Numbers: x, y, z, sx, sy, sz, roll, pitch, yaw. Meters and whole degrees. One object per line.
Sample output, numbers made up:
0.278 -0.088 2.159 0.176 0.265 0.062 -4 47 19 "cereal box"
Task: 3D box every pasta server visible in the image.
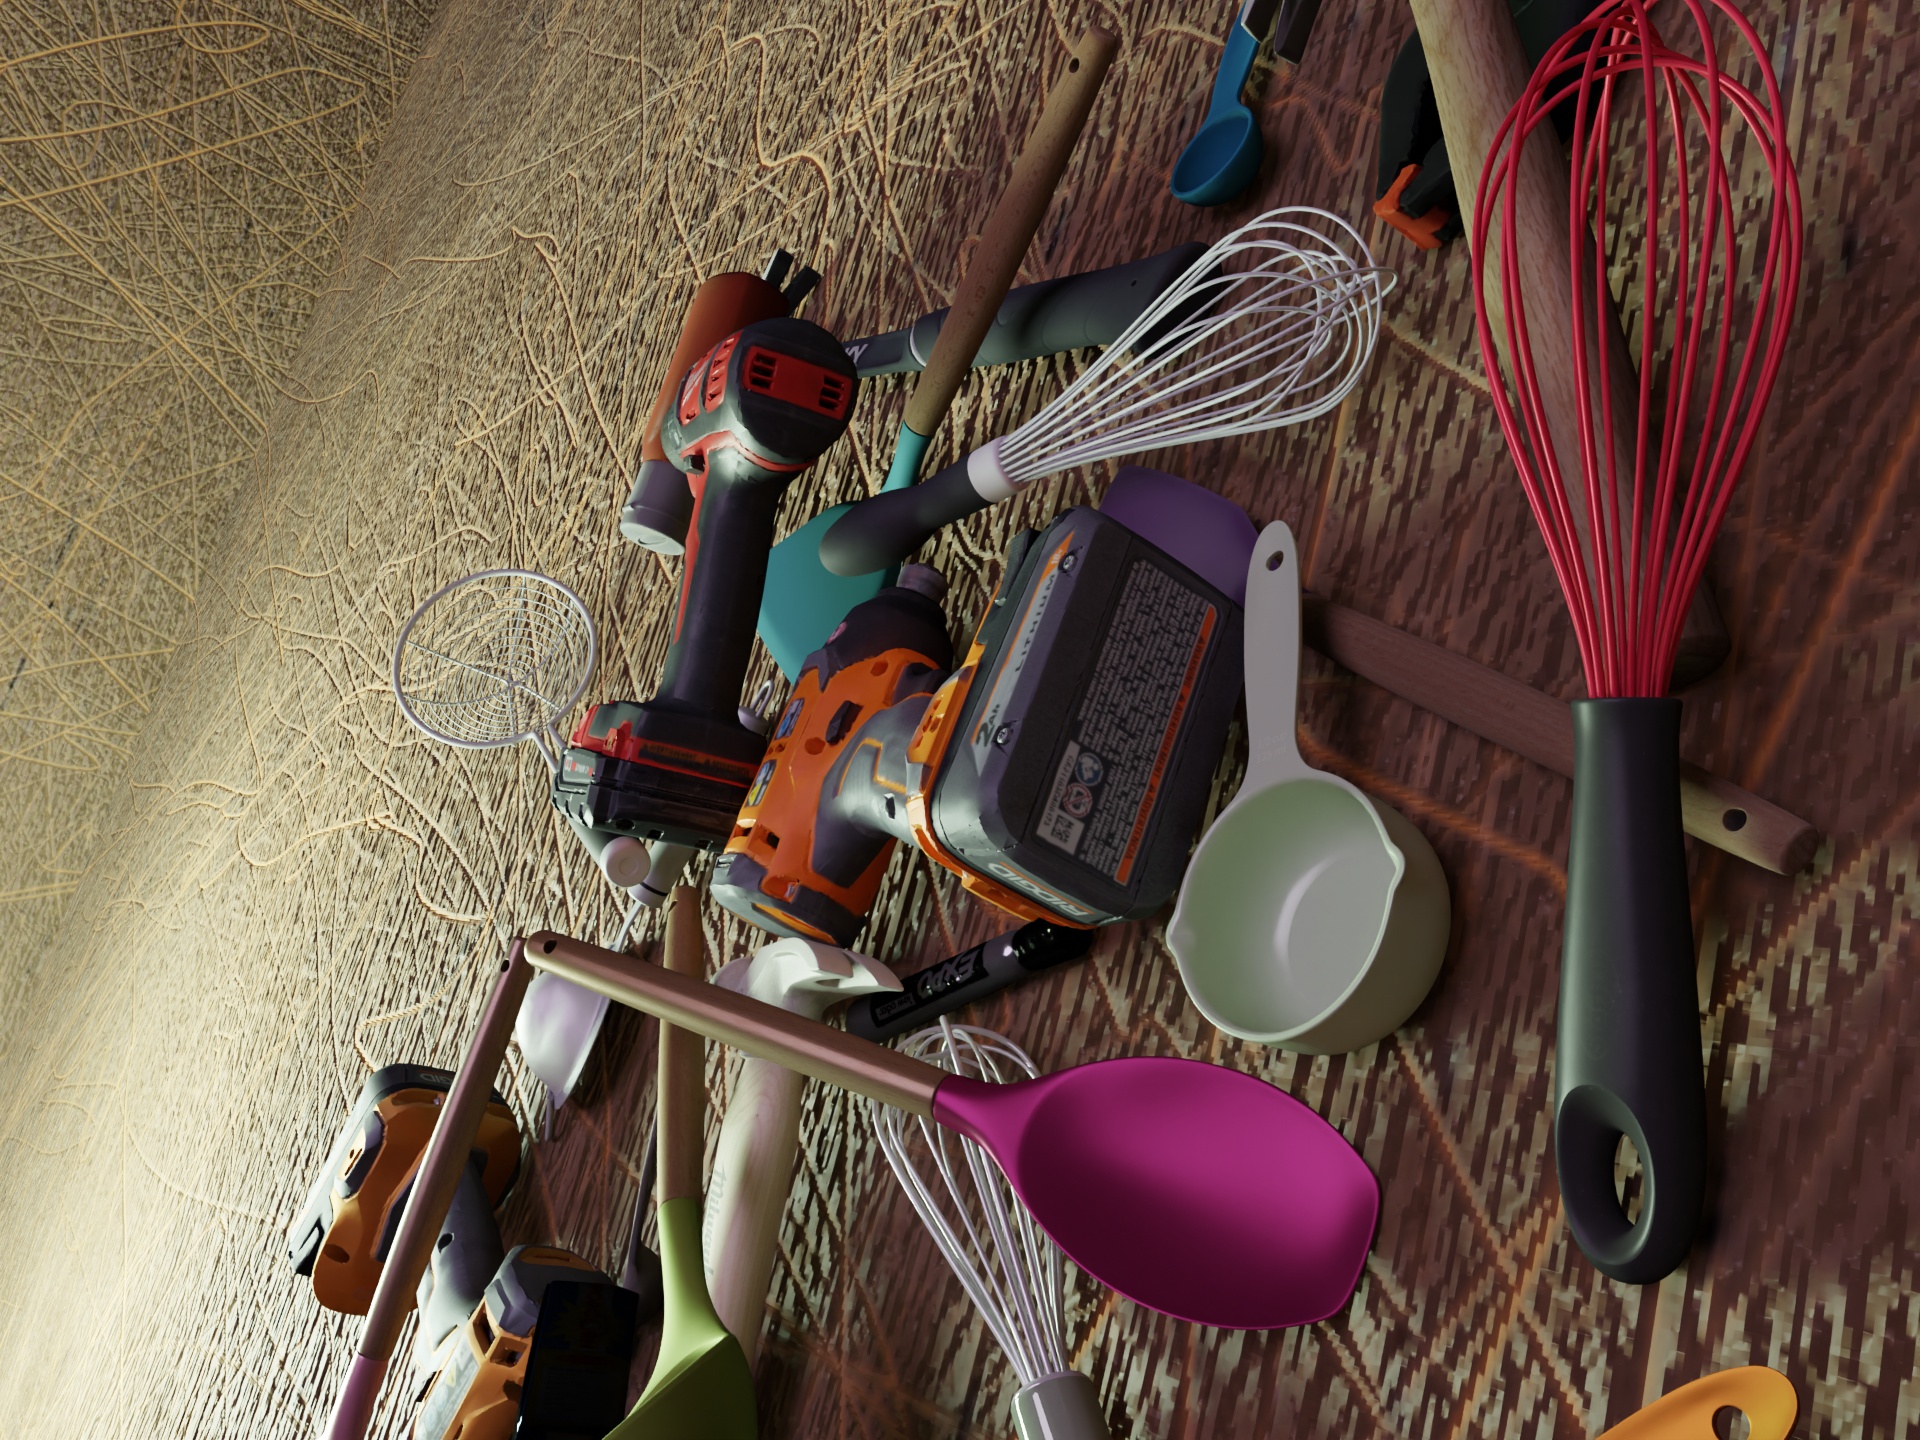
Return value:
-0.246 0.243 0.677 0.060 0.040 0.316 14 82 35 "pasta server"

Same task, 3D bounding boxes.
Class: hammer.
-0.094 0.279 0.547 0.146 0.038 0.411 152 132 -64 "hammer"
0.157 -0.160 0.462 0.130 0.031 0.332 -29 57 42 "hammer"
-0.023 -0.185 0.774 0.409 0.036 0.149 8 75 55 "hammer"

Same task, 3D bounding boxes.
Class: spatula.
0.119 -0.023 0.485 0.316 0.018 0.060 38 107 57 "spatula"
-0.016 -0.145 0.677 0.082 0.044 0.317 58 137 30 "spatula"

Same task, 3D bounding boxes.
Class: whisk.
0.025 0.187 0.460 0.057 0.059 0.247 94 162 -44 "whisk"
0.151 -0.023 0.360 0.073 0.073 0.296 -3 84 54 "whisk"
0.039 -0.107 0.600 0.284 0.070 0.070 -21 53 44 "whisk"

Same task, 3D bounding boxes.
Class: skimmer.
-0.236 -0.004 0.873 0.127 0.090 0.364 -30 25 -14 "skimmer"

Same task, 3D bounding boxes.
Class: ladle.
-0.108 0.147 0.557 0.078 0.062 0.320 -45 26 16 "ladle"

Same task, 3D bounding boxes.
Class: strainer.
-0.160 0.090 0.784 0.258 0.050 0.087 -59 19 4 "strainer"

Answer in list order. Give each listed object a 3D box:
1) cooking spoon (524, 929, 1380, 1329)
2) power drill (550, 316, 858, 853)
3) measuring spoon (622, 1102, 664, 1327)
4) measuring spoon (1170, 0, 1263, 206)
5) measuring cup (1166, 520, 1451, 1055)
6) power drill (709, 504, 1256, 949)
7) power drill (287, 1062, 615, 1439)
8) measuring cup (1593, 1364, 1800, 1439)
-0.025 0.110 0.498 0.319 0.017 0.069 12 66 33 "cooking spoon"
-0.118 -0.061 0.719 0.188 0.080 0.227 5 82 67 "power drill"
-0.122 0.197 0.643 0.034 0.018 0.124 -88 10 -65 "measuring spoon"
0.117 -0.255 0.646 0.042 0.021 0.129 -17 47 50 "measuring spoon"
0.103 0.016 0.464 0.083 0.038 0.168 -28 47 43 "measuring cup"
-0.001 -0.002 0.570 0.226 0.084 0.164 -14 50 58 "power drill"
-0.248 0.289 0.742 0.226 0.084 0.185 34 98 52 "power drill"
0.112 0.188 0.329 0.173 0.052 0.095 -48 37 21 "measuring cup"
